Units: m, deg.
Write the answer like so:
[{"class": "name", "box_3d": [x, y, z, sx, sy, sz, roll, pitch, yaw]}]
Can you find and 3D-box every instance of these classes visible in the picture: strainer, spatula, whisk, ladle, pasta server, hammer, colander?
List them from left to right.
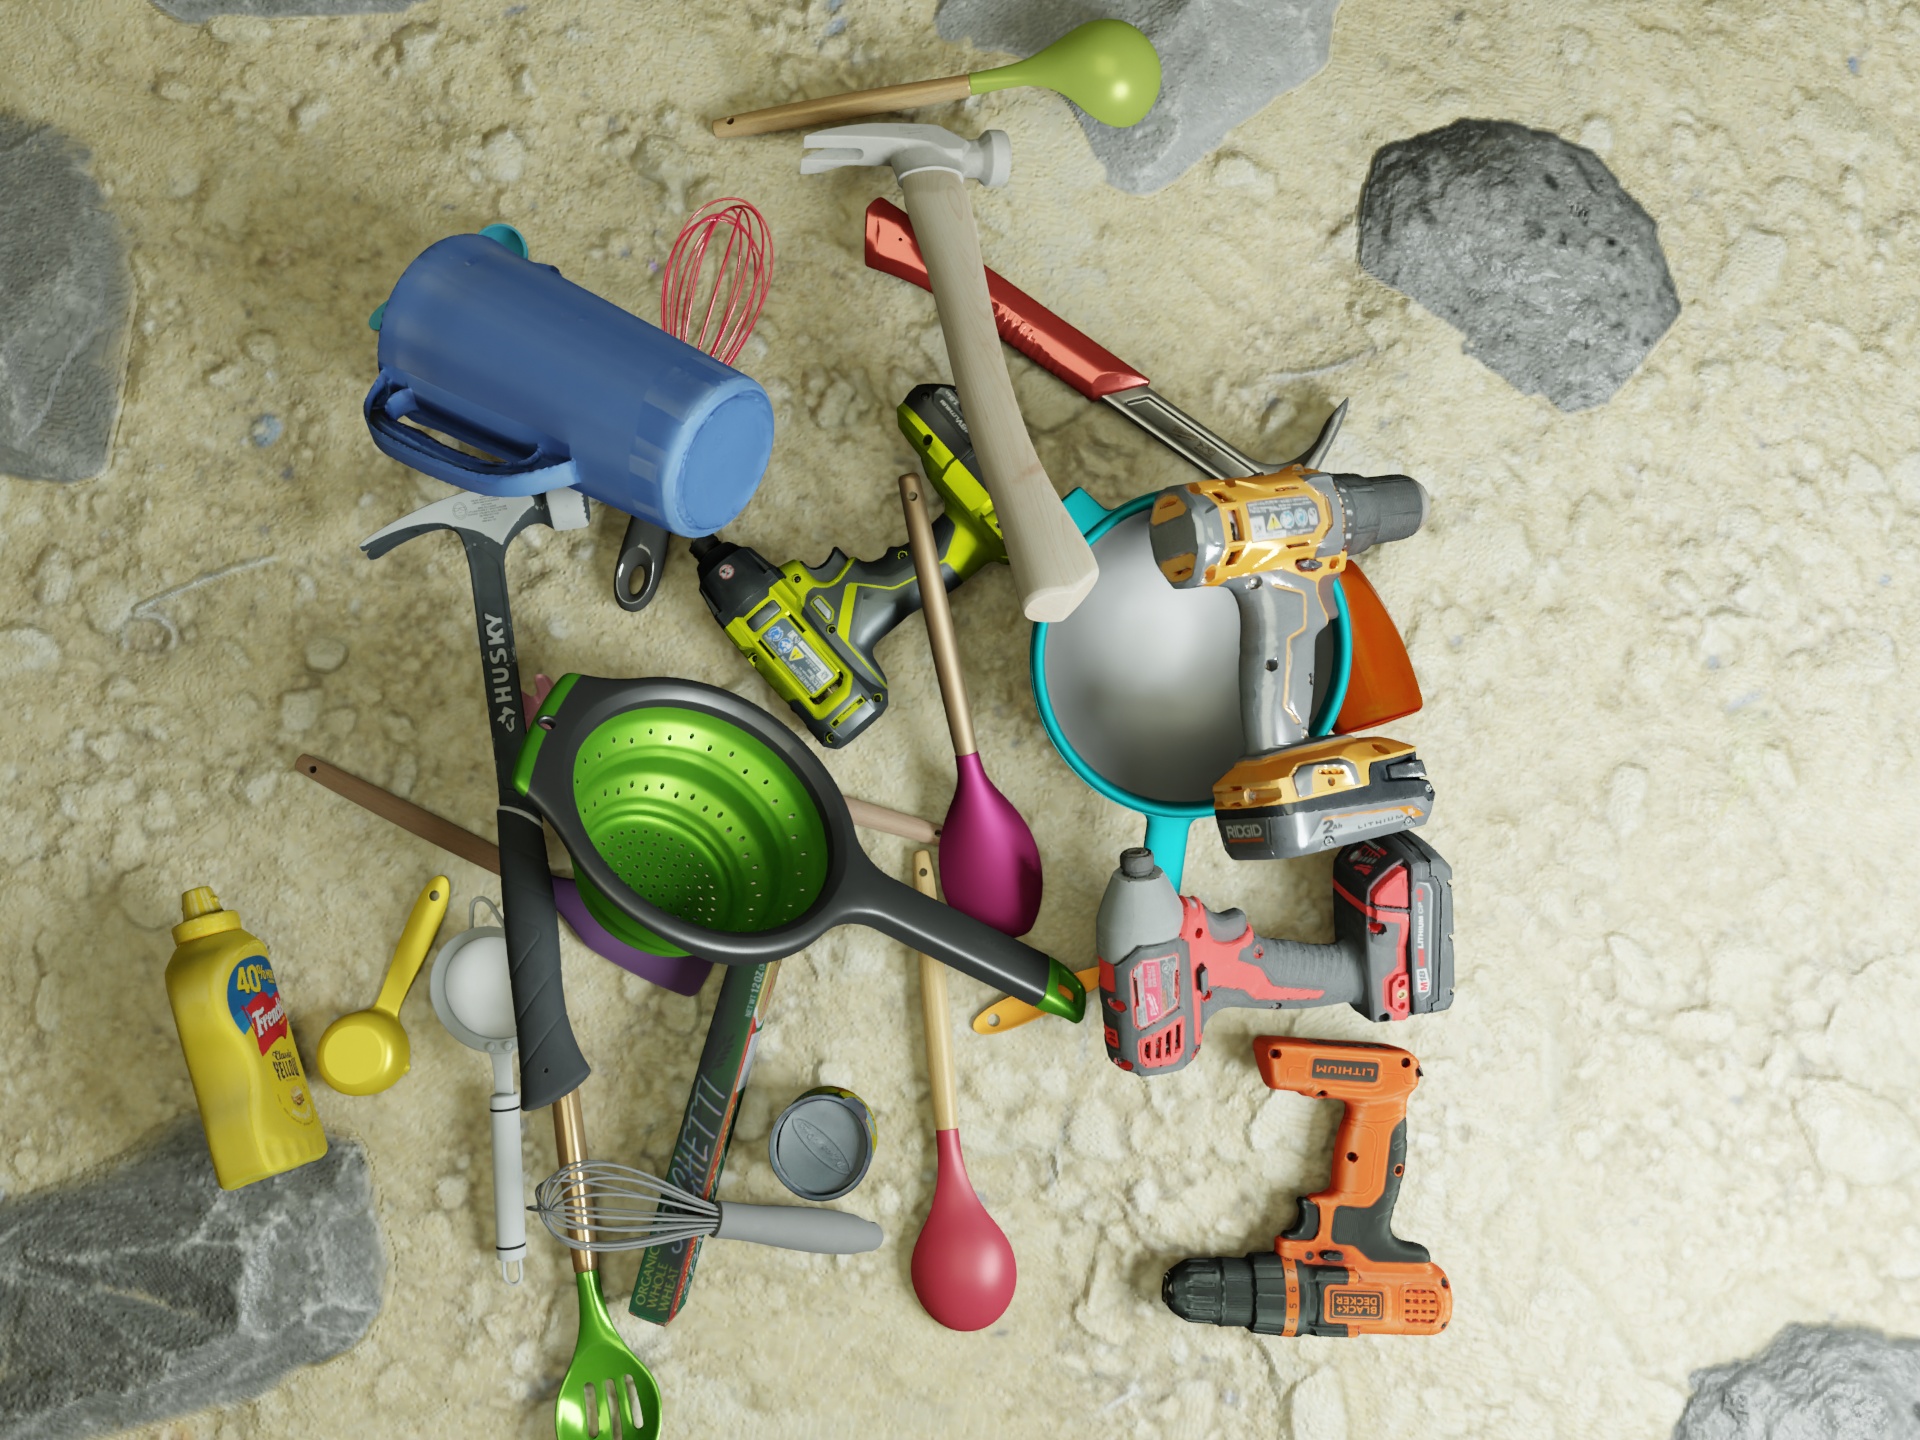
[{"class": "strainer", "box_3d": [-0.302, 0.243, 1.049, 0.087, 0.050, 0.258, -3, 89, 7]}, {"class": "spatula", "box_3d": [-0.308, 0.095, 1.077, 0.316, 0.018, 0.060, 26, 83, 3]}, {"class": "hammer", "box_3d": [-0.292, 0.043, 1.026, 0.149, 0.036, 0.409, -9, 79, -7]}, {"class": "whisk", "box_3d": [-0.191, -0.218, 1.096, 0.073, 0.073, 0.296, 15, 90, 3]}, {"class": "whisk", "box_3d": [-0.153, 0.312, 0.991, 0.238, 0.055, 0.055, 17, 83, -29]}, {"class": "pasta server", "box_3d": [-0.154, 0.037, 1.072, 0.316, 0.040, 0.060, 16, 76, 2]}, {"class": "colander", "box_3d": [-0.105, 0.117, 1.012, 0.397, 0.205, 0.094, 28, 129, -15]}, {"class": "ladle", "box_3d": [-0.017, -0.441, 1.132, 0.320, 0.062, 0.078, -7, 77, 7]}, {"class": "ladle", "box_3d": [-0.010, 0.243, 1.051, 0.069, 0.031, 0.315, -6, 81, 0]}, {"class": "hammer", "box_3d": [0.000, -0.235, 1.008, 0.146, 0.038, 0.411, -5, 58, -15]}, {"class": "hammer", "box_3d": [0.087, -0.257, 1.104, 0.359, 0.036, 0.149, 36, 85, 4]}, {"class": "strainer", "box_3d": [0.133, 0.015, 1.050, 0.211, 0.095, 0.340, 5, 99, -11]}]

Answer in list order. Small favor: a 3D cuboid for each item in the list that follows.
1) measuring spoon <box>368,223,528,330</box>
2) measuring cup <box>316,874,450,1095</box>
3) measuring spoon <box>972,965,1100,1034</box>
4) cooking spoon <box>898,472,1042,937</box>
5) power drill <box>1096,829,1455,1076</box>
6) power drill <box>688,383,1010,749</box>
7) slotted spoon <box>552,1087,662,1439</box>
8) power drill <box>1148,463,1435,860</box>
[{"class": "measuring spoon", "box_3d": [-0.362, -0.309, 1.131, 0.128, 0.021, 0.042, -27, 84, 7]}, {"class": "measuring cup", "box_3d": [-0.380, 0.176, 1.061, 0.062, 0.029, 0.156, 22, 86, 3]}, {"class": "measuring spoon", "box_3d": [0.062, 0.184, 1.066, 0.117, 0.011, 0.021, -23, 84, 2]}, {"class": "cooking spoon", "box_3d": [-0.002, -0.003, 1.037, 0.069, 0.017, 0.318, -12, 102, -1]}, {"class": "power drill", "box_3d": [0.192, 0.135, 1.001, 0.219, 0.079, 0.143, -9, 106, -9]}, {"class": "power drill", "box_3d": [-0.059, -0.114, 1.071, 0.223, 0.080, 0.171, -41, 85, -1]}, {"class": "slotted spoon", "box_3d": [-0.246, 0.334, 1.043, 0.070, 0.031, 0.314, -10, 81, -1]}, {"class": "power drill", "box_3d": [0.219, -0.042, 0.958, 0.185, 0.084, 0.226, -11, 89, -24]}]
